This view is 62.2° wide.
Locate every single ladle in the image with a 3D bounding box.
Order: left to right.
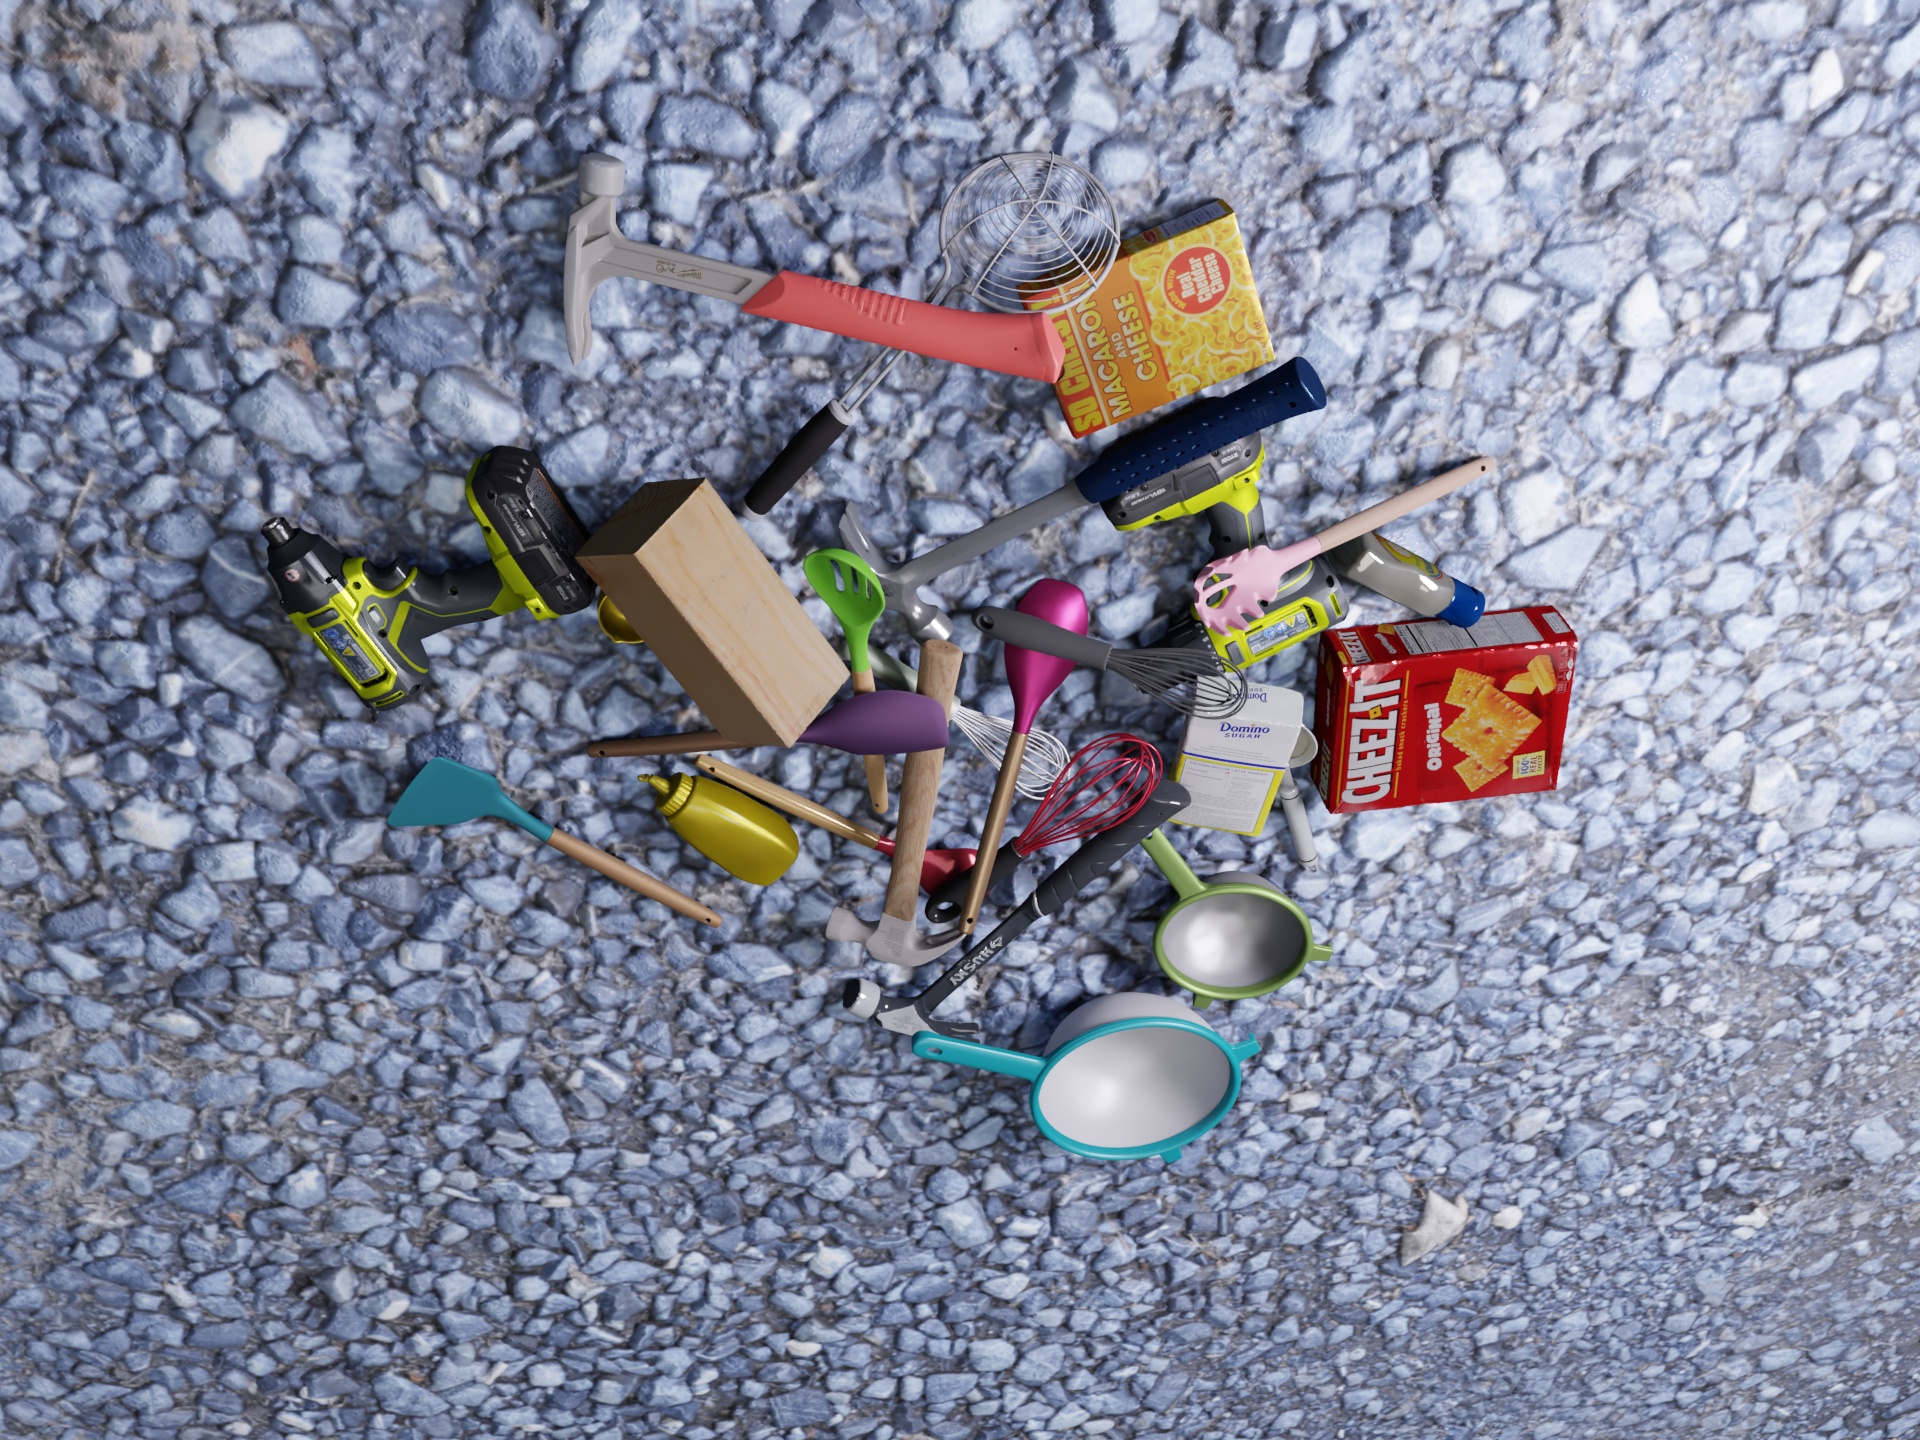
[{"bbox_3d":[-0.099,0.098,1.446,0.315,0.031,0.069,26,117,-21],"label":"ladle"}]

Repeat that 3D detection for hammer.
[{"bbox_3d":[-0.105,-0.285,1.120,0.359,0.037,0.149,15,121,5],"label":"hammer"},{"bbox_3d":[-0.037,0.080,1.385,0.130,0.031,0.331,17,122,11],"label":"hammer"},{"bbox_3d":[0.065,0.184,1.483,0.149,0.036,0.409,29,125,-26],"label":"hammer"},{"bbox_3d":[0.082,-0.173,1.200,0.405,0.035,0.144,-22,125,34],"label":"hammer"}]

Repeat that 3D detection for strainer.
[{"bbox_3d":[0.109,0.325,1.581,0.340,0.095,0.211,15,124,-16],"label":"strainer"},{"bbox_3d":[0.230,0.158,1.507,0.151,0.069,0.256,-27,118,24],"label":"strainer"},{"bbox_3d":[0.300,0.056,1.465,0.087,0.050,0.258,4,137,30],"label":"strainer"}]

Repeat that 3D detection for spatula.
[{"bbox_3d":[-0.345,0.121,1.414,0.317,0.044,0.082,32,110,-26],"label":"spatula"},{"bbox_3d":[-0.166,0.011,1.343,0.316,0.018,0.059,-5,115,11],"label":"spatula"}]

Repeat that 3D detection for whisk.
[{"bbox_3d":[-0.002,-0.004,1.380,0.246,0.058,0.059,32,79,-21],"label":"whisk"},{"bbox_3d":[0.066,0.101,1.403,0.073,0.073,0.295,32,126,-25],"label":"whisk"},{"bbox_3d":[0.121,-0.055,1.306,0.239,0.055,0.055,18,123,12],"label":"whisk"}]

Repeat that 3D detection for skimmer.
[{"bbox_3d":[-0.036,-0.272,1.193,0.363,0.090,0.127,-41,78,31],"label":"skimmer"}]

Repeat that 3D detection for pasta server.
[{"bbox_3d":[0.308,-0.149,1.263,0.316,0.040,0.060,-25,111,-19],"label":"pasta server"}]

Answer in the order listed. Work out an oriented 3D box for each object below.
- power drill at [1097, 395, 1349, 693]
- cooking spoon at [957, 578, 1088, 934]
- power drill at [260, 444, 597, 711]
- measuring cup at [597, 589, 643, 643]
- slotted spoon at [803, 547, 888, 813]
[{"bbox_3d":[0.197,-0.131,1.305,0.190,0.080,0.228,-25,126,9],"label":"power drill"},{"bbox_3d":[0.045,0.034,1.366,0.068,0.017,0.319,13,100,-12],"label":"cooking spoon"},{"bbox_3d":[-0.411,-0.116,1.230,0.223,0.080,0.171,-22,124,10],"label":"power drill"},{"bbox_3d":[-0.228,-0.078,1.316,0.156,0.029,0.062,22,117,-34],"label":"measuring cup"},{"bbox_3d":[-0.082,-0.028,1.332,0.070,0.031,0.313,17,140,20],"label":"slotted spoon"}]
